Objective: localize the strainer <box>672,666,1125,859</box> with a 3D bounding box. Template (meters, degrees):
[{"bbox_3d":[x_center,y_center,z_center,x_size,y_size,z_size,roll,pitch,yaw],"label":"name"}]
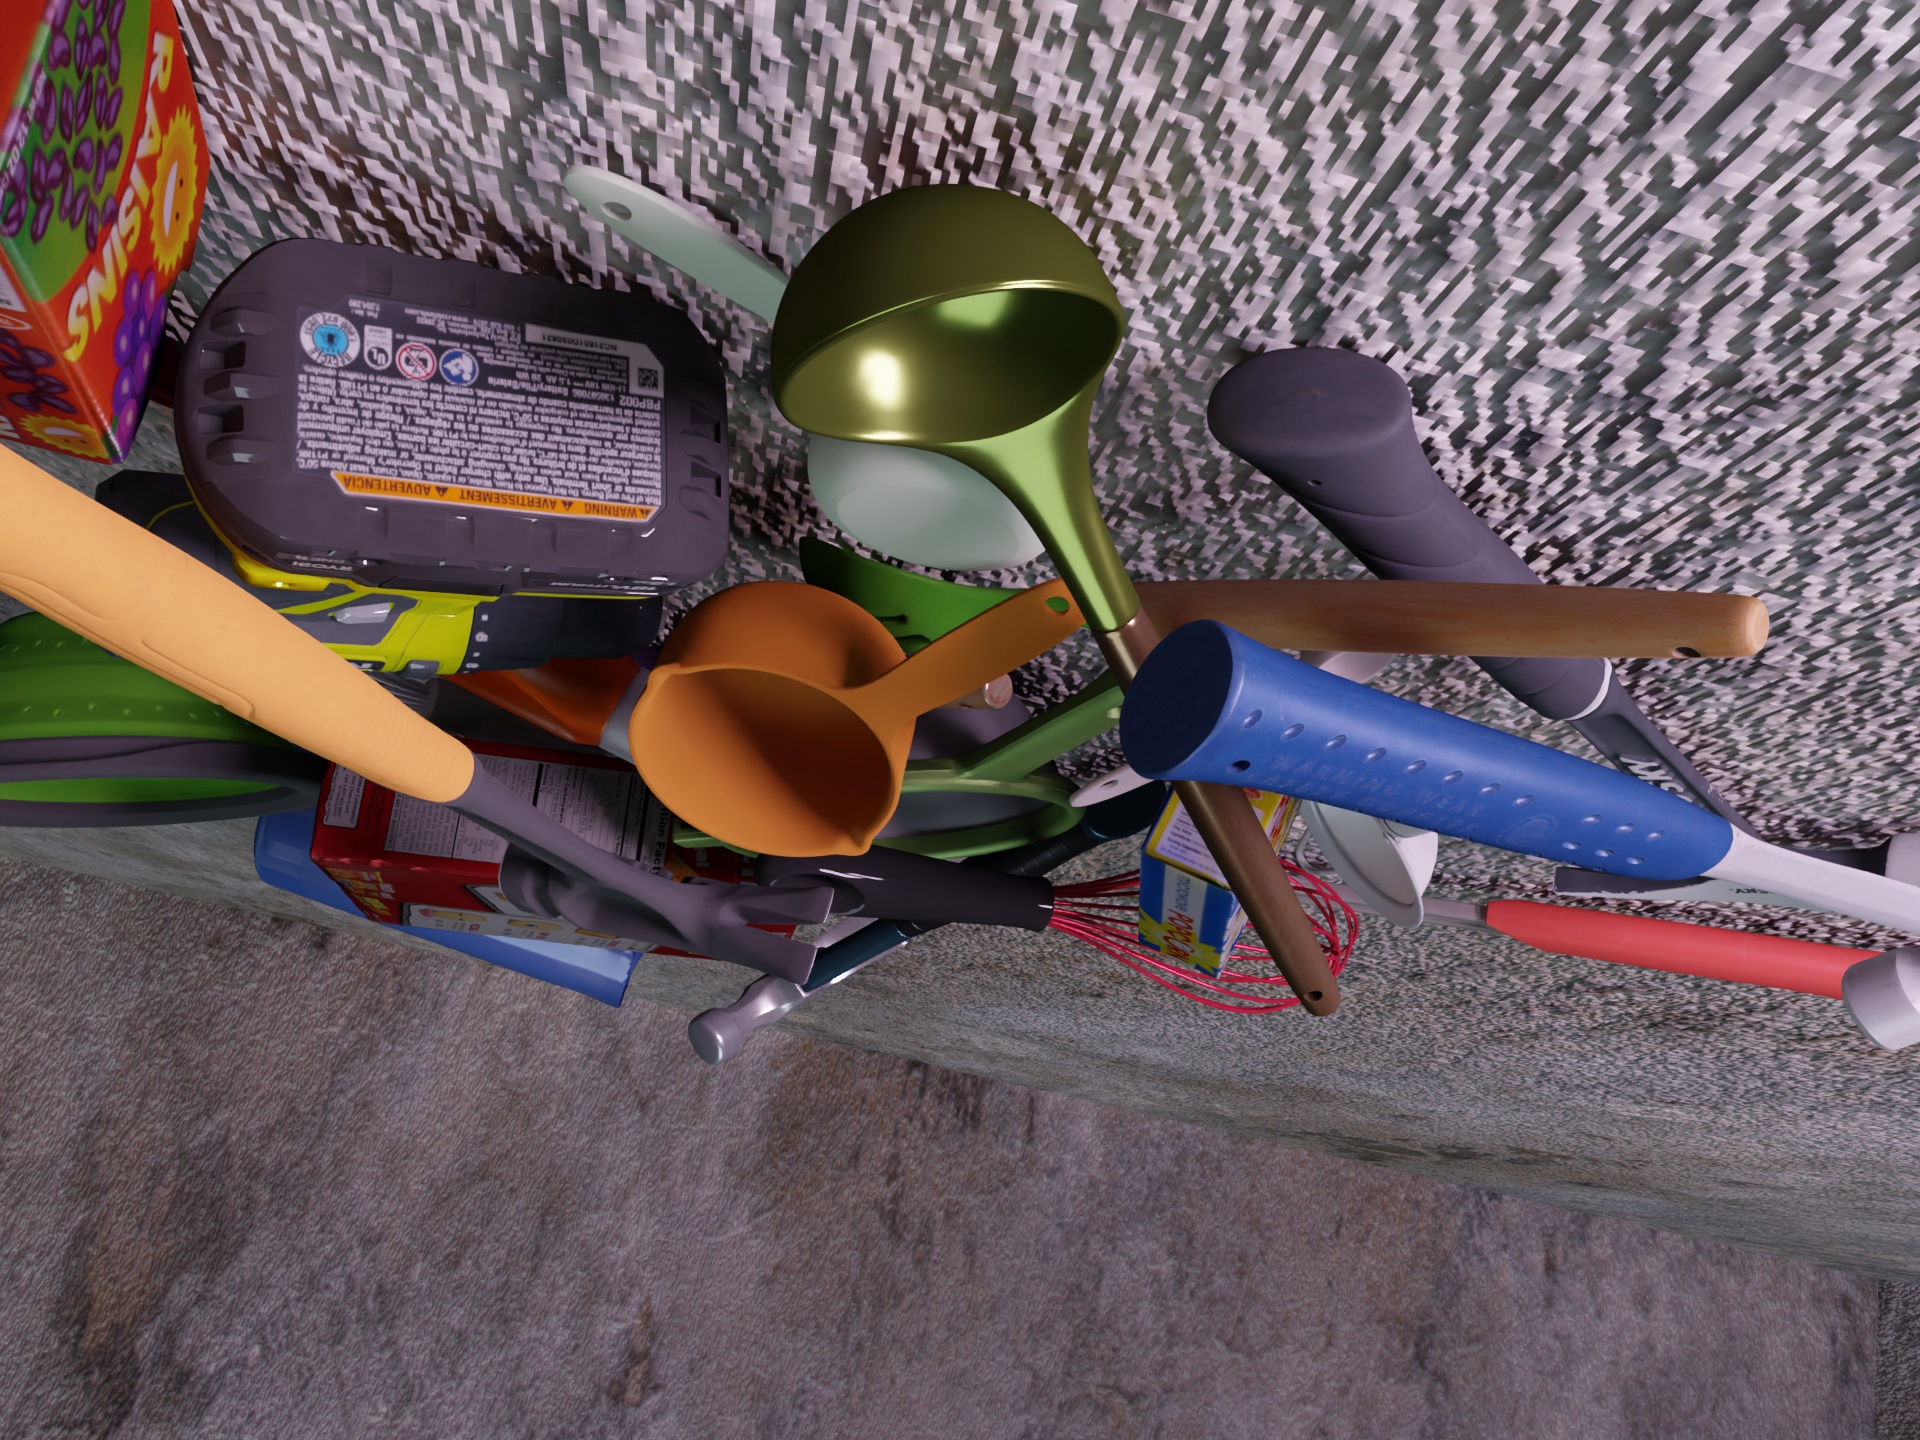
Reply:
[{"bbox_3d":[-0.001,-0.002,0.604,0.151,0.069,0.256,5,161,-29],"label":"strainer"}]

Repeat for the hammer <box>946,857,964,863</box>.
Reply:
[{"bbox_3d":[-0.124,0.030,0.828,0.130,0.031,0.331,4,164,27],"label":"hammer"}]

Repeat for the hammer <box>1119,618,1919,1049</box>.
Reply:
[{"bbox_3d":[0.223,0.035,0.459,0.405,0.035,0.144,14,144,-29],"label":"hammer"}]

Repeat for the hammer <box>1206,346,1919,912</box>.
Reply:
[{"bbox_3d":[0.200,-0.005,0.511,0.149,0.036,0.408,-2,157,43],"label":"hammer"}]

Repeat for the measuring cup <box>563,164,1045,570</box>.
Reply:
[{"bbox_3d":[-0.035,-0.083,0.408,0.083,0.038,0.167,-4,159,43],"label":"measuring cup"}]

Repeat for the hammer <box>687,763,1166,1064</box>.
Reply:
[{"bbox_3d":[-0.017,0.099,0.827,0.128,0.033,0.331,-30,177,-45],"label":"hammer"}]

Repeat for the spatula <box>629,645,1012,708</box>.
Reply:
[{"bbox_3d":[-0.089,-0.020,0.628,0.059,0.018,0.316,27,167,-38],"label":"spatula"}]

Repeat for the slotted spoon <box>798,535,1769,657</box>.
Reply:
[{"bbox_3d":[0.061,-0.032,0.452,0.314,0.031,0.070,6,163,44],"label":"slotted spoon"}]

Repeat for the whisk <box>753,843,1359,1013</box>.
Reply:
[{"bbox_3d":[0.051,0.080,0.682,0.295,0.073,0.073,11,165,-26],"label":"whisk"}]

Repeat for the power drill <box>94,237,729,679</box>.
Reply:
[{"bbox_3d":[-0.157,-0.058,0.490,0.190,0.080,0.228,3,171,-30],"label":"power drill"}]

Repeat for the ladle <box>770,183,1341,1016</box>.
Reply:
[{"bbox_3d":[0.051,-0.002,0.423,0.078,0.062,0.319,-16,132,21],"label":"ladle"}]

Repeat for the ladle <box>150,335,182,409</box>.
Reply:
[{"bbox_3d":[-0.375,-0.129,0.524,0.315,0.031,0.069,7,167,22],"label":"ladle"}]

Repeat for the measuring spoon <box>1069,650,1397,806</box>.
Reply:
[{"bbox_3d":[0.088,-0.003,0.538,0.124,0.018,0.034,-28,155,21],"label":"measuring spoon"}]

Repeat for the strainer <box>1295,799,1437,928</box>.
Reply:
[{"bbox_3d":[0.166,0.035,0.589,0.050,0.087,0.258,-33,172,-1],"label":"strainer"}]

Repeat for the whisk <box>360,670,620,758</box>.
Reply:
[{"bbox_3d":[-0.277,-0.012,0.804,0.246,0.059,0.057,19,135,-35],"label":"whisk"}]

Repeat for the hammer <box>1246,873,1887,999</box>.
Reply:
[{"bbox_3d":[0.308,0.102,0.776,0.359,0.037,0.149,7,163,17],"label":"hammer"}]

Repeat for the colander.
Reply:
[{"bbox_3d":[-0.358,-0.003,0.848,0.397,0.094,0.204,0,170,-26],"label":"colander"}]

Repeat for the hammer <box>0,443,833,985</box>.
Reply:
[{"bbox_3d":[-0.156,0.004,0.428,0.127,0.034,0.336,9,161,25],"label":"hammer"}]

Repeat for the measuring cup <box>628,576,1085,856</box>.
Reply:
[{"bbox_3d":[-0.025,-0.019,0.492,0.173,0.052,0.095,-27,123,32],"label":"measuring cup"}]
